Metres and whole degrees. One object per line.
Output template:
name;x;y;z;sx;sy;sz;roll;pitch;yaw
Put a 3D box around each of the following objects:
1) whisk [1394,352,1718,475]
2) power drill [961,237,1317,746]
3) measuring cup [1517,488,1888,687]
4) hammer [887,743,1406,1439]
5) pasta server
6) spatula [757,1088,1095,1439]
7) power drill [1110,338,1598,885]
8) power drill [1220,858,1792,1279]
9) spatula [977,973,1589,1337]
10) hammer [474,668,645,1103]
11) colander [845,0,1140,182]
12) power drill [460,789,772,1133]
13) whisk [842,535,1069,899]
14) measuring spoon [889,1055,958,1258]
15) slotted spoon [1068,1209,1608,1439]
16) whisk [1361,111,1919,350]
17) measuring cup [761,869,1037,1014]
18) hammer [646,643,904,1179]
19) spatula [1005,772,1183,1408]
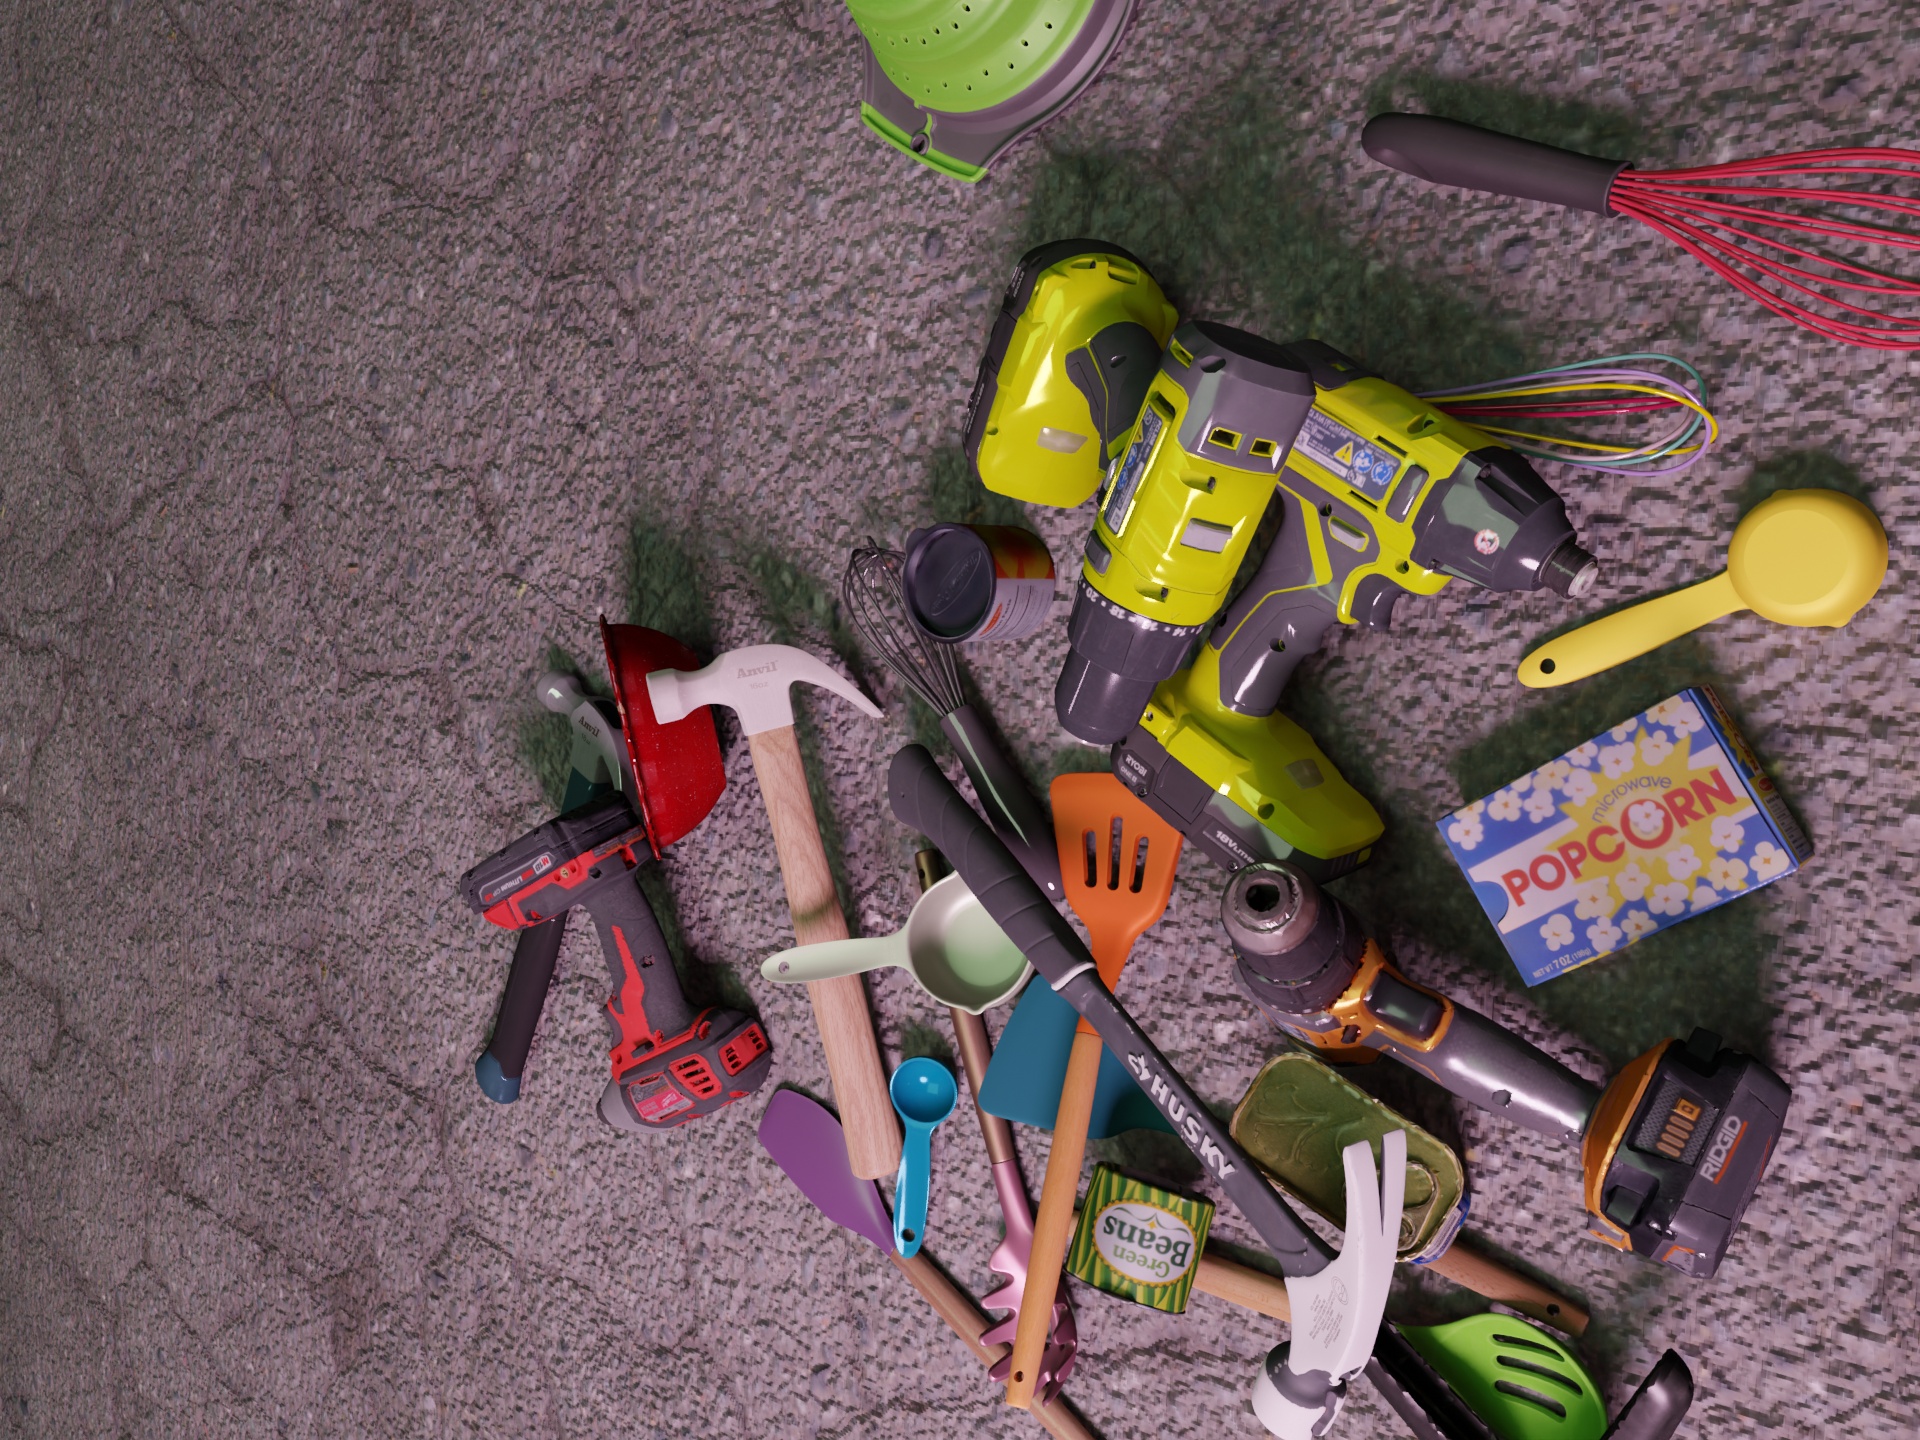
whisk;0.218;-0.145;0.728;0.245;0.047;0.051;13;103;40
power drill;0.070;-0.116;0.752;0.229;0.080;0.190;-112;37;-54
measuring cup;0.306;-0.048;0.673;0.156;0.029;0.062;-27;77;35
hammer;0.065;0.133;0.771;0.409;0.036;0.149;48;135;45
pasta server;0.013;0.229;0.921;0.060;0.040;0.316;-22;79;42
spatula;-0.020;0.338;0.967;0.316;0.018;0.059;39;113;30
power drill;0.171;-0.037;0.729;0.171;0.080;0.223;41;124;31
power drill;0.216;0.135;0.666;0.226;0.185;0.084;25;78;32
spatula;0.156;0.227;0.803;0.318;0.044;0.082;20;78;33
hammer;-0.300;0.136;1.163;0.128;0.033;0.331;34;114;32
colander;0.027;-0.489;0.816;0.205;0.094;0.397;39;116;29
power drill;-0.231;0.171;1.062;0.143;0.078;0.219;-30;90;31
whisk;-0.001;-0.004;0.909;0.055;0.055;0.239;-38;75;34
measuring spoon;-0.024;0.262;0.960;0.042;0.021;0.128;9;100;14
slotted spoon;0.173;0.296;0.807;0.314;0.031;0.070;7;109;40
whisk;0.290;-0.215;0.657;0.296;0.073;0.073;31;112;38
measuring cup;-0.032;0.134;0.915;0.167;0.038;0.083;-11;75;17
hammer;-0.084;0.115;0.959;0.031;0.130;0.331;-167;62;-78
spatula;0.059;0.186;0.827;0.081;0.041;0.323;5;71;24
